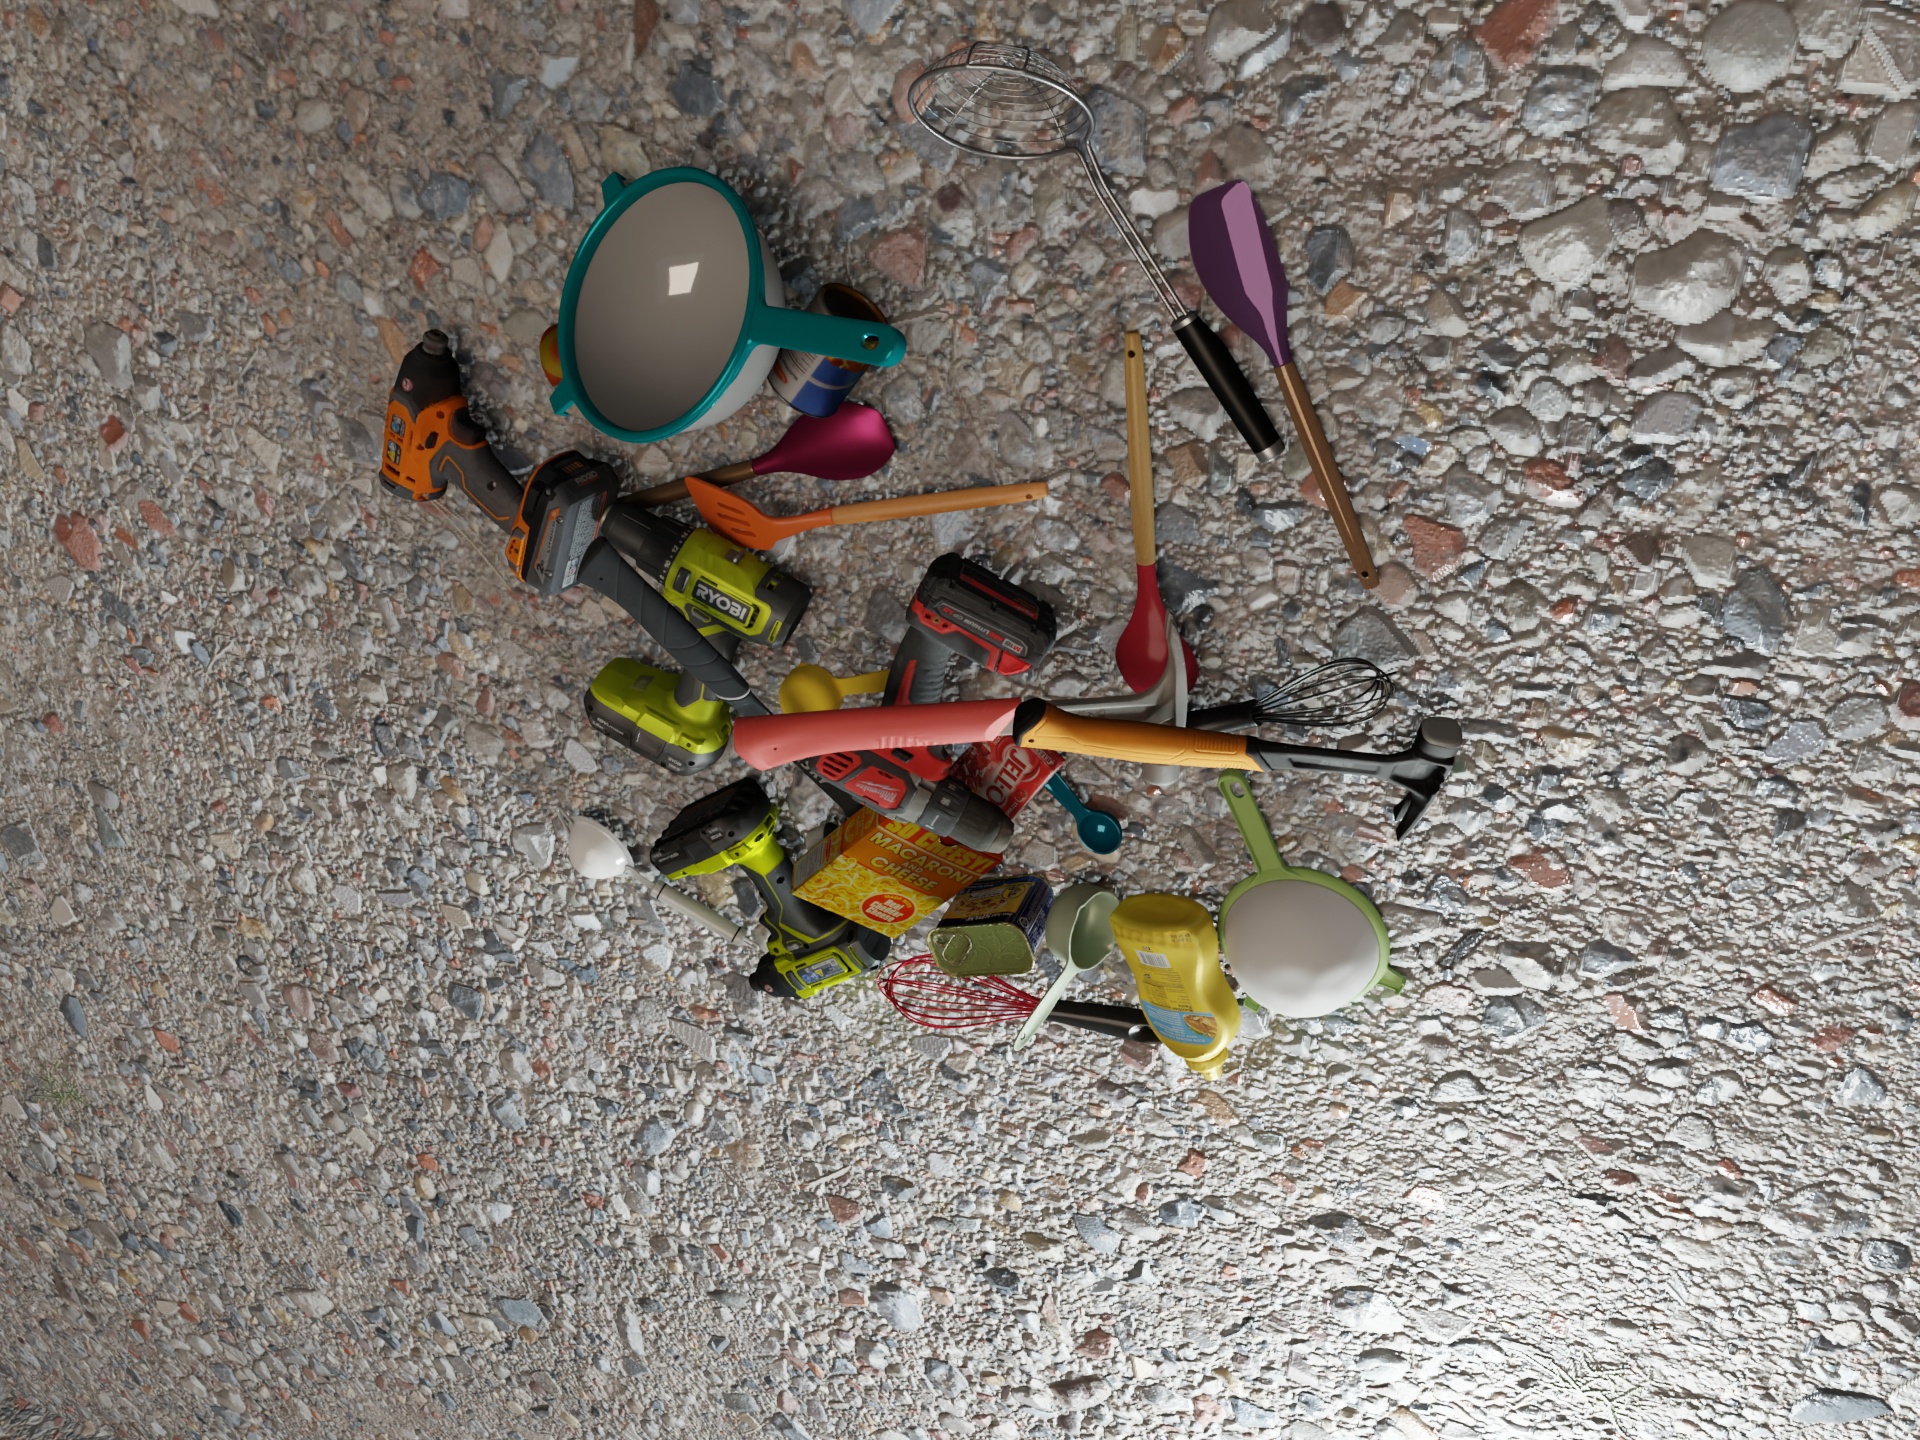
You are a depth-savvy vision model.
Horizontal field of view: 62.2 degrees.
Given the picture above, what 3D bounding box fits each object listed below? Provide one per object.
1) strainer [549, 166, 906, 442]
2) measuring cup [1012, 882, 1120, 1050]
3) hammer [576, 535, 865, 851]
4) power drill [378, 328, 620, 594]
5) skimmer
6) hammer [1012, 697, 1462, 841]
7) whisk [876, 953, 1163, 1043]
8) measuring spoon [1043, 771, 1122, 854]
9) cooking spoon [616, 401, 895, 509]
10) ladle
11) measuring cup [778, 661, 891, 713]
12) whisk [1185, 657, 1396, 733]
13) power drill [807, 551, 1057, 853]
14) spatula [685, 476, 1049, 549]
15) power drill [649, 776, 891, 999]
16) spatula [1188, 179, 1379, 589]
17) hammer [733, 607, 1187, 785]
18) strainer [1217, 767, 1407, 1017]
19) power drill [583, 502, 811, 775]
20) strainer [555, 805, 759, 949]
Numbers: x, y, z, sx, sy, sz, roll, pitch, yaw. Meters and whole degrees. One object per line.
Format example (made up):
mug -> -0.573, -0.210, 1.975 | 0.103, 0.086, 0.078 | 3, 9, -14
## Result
strainer -> -0.157, -0.295, 1.202 | 0.340, 0.095, 0.211 | 18, 95, 33
measuring cup -> 0.083, 0.219, 1.425 | 0.038, 0.167, 0.083 | 21, 158, 40
hammer -> -0.182, -0.015, 1.384 | 0.149, 0.036, 0.408 | -23, 130, 26
power drill -> -0.414, -0.231, 1.404 | 0.226, 0.084, 0.164 | 34, 128, 13
skimmer -> 0.105, -0.315, 1.118 | 0.363, 0.090, 0.127 | 53, 158, -16
hammer -> 0.207, 0.027, 1.240 | 0.337, 0.034, 0.127 | 7, 141, -1
whisk -> 0.061, 0.274, 1.530 | 0.296, 0.073, 0.073 | 8, 123, 12
measuring spoon -> 0.097, 0.064, 1.409 | 0.128, 0.021, 0.042 | 49, 128, 2
cooking spoon -> -0.195, -0.211, 1.363 | 0.319, 0.017, 0.068 | -10, 118, 29
ladle -> 0.145, -0.148, 1.245 | 0.069, 0.031, 0.315 | 5, 120, 22
measuring cup -> -0.096, -0.026, 1.427 | 0.156, 0.029, 0.062 | -7, 117, 30
whisk -> 0.238, -0.008, 1.281 | 0.239, 0.055, 0.055 | -14, 113, 36
power drill -> -0.002, -0.004, 1.330 | 0.188, 0.080, 0.226 | 29, 113, -6
spatula -> -0.081, -0.180, 1.323 | 0.322, 0.041, 0.080 | -4, 139, 20
power drill -> -0.196, 0.178, 1.573 | 0.171, 0.080, 0.223 | -25, 111, 33
spatula -> 0.241, -0.234, 1.152 | 0.060, 0.018, 0.315 | -16, 111, 32
hammer -> -0.001, -0.007, 1.262 | 0.359, 0.037, 0.149 | -4, 121, 0
strainer -> 0.268, 0.161, 1.354 | 0.151, 0.069, 0.256 | -13, 115, 30
power drill -> -0.258, -0.077, 1.434 | 0.190, 0.080, 0.228 | 29, 126, -1
strainer -> -0.321, 0.172, 1.648 | 0.258, 0.050, 0.086 | 30, 143, 0
